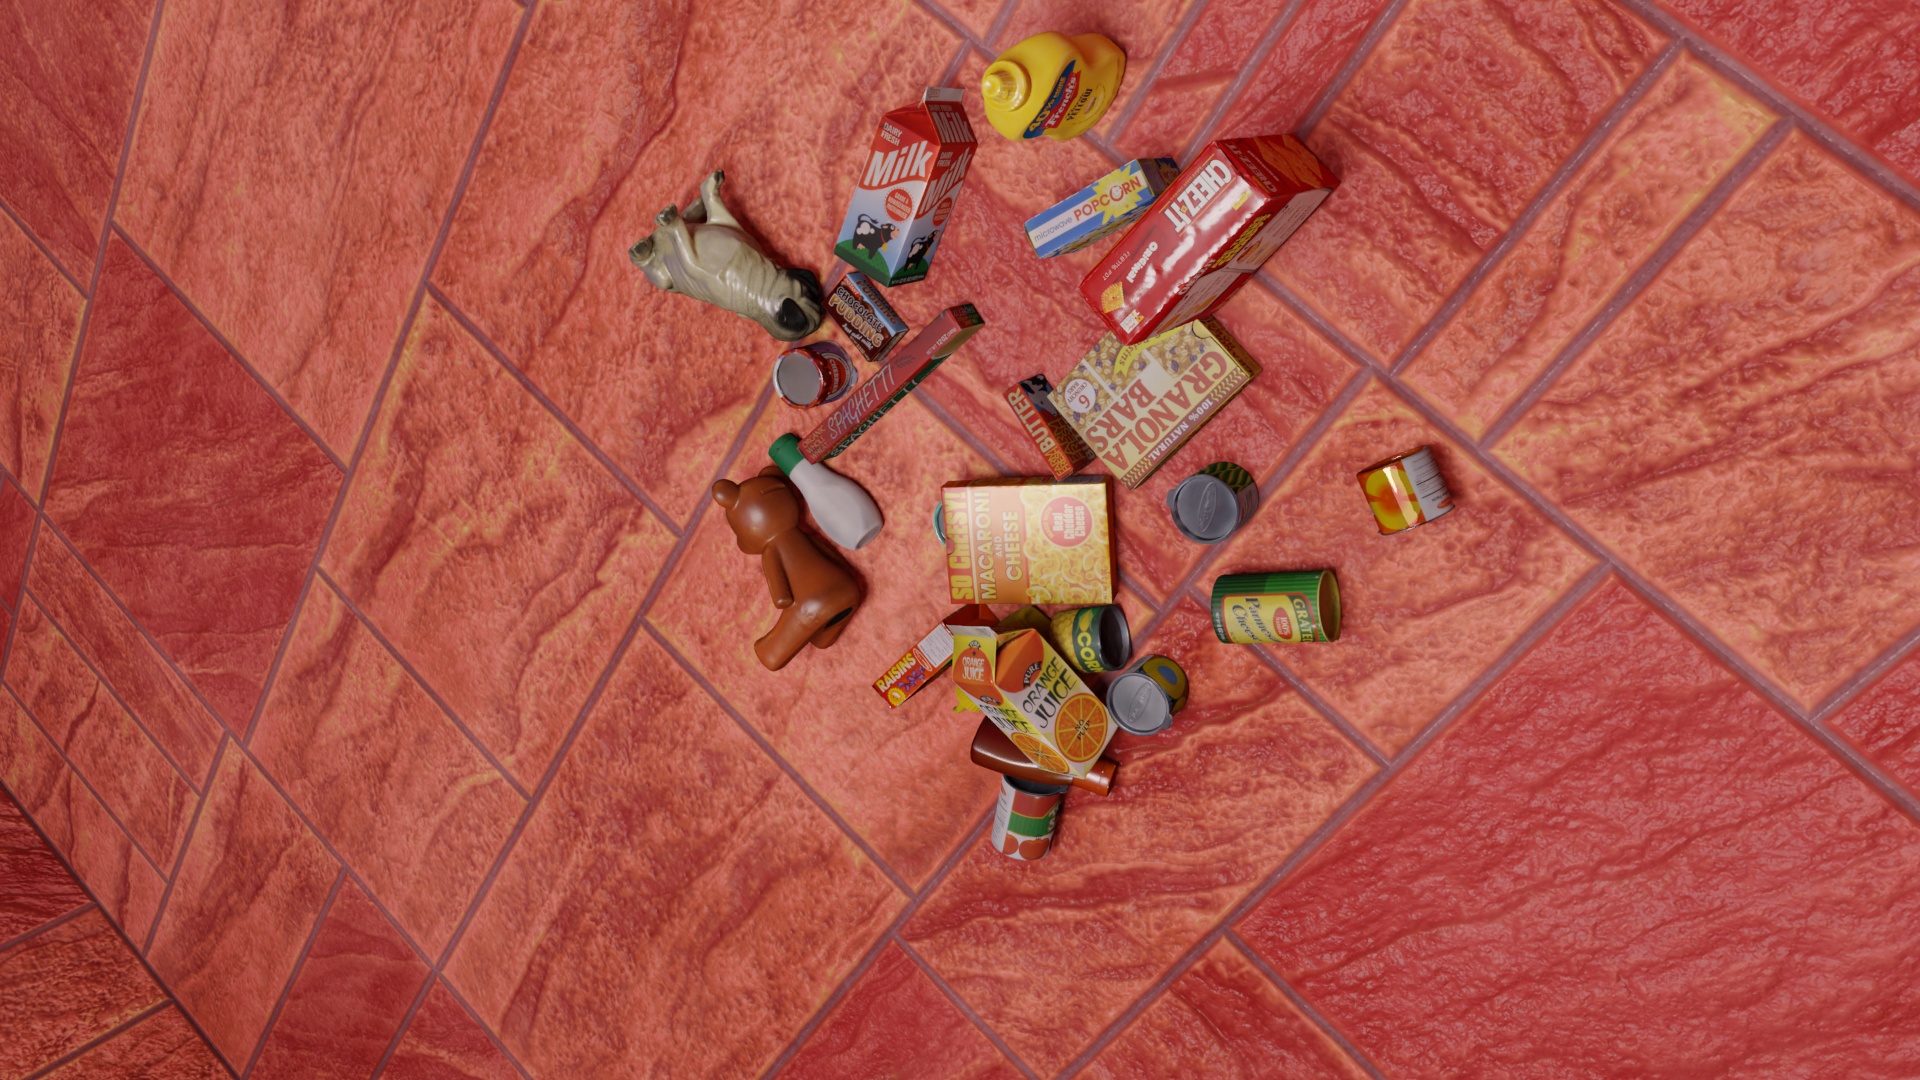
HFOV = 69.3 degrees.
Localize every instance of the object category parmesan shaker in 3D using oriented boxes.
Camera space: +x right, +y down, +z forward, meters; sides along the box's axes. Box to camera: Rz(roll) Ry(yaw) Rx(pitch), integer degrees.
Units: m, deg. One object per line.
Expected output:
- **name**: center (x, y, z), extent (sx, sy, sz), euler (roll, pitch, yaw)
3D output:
- **parmesan shaker**: center (0.290, 0.064, 1.279), extent (0.103, 0.071, 0.071), euler (-5, 102, 31)

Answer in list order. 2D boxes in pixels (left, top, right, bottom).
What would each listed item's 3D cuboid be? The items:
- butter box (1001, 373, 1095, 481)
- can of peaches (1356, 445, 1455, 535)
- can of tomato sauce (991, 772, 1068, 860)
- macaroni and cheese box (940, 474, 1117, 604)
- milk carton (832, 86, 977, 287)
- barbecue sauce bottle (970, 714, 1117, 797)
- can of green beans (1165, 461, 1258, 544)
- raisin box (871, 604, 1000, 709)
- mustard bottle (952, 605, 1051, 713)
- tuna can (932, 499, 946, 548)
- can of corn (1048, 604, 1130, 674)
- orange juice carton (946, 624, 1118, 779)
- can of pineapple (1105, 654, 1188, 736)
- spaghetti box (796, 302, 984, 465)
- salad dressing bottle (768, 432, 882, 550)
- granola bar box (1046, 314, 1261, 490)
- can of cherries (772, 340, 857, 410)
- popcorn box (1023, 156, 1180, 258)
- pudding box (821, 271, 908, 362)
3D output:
- **butter box**: center (0.087, -0.111, 1.352), extent (0.024, 0.053, 0.103), euler (-35, 86, 35)
- **can of peaches**: center (0.380, -0.043, 1.194), extent (0.071, 0.071, 0.058), euler (-22, 93, 33)
- **can of tomato sauce**: center (0.073, 0.287, 1.471), extent (0.071, 0.071, 0.082), euler (20, 114, 24)
- **macaroni and cheese box**: center (0.068, 0.000, 1.380), extent (0.166, 0.040, 0.123), euler (-1, 104, 14)
- **milk carton**: center (-0.048, -0.349, 1.349), extent (0.073, 0.072, 0.189), euler (34, 119, 18)
- **barbecue sauce bottle**: center (0.088, 0.226, 1.449), extent (0.148, 0.065, 0.043), euler (17, 138, 16)
- **can of green beans**: center (0.235, -0.035, 1.285), extent (0.071, 0.058, 0.071), euler (9, 109, 28)
- **raisin box**: center (-0.026, 0.119, 1.467), extent (0.040, 0.086, 0.123), euler (50, 122, 6)
- **mustard bottle**: center (0.038, 0.138, 1.456), extent (0.065, 0.049, 0.159), euler (44, 121, 7)
- **tuna can**: center (0.005, -0.018, 1.439), extent (0.071, 0.033, 0.071), euler (9, 108, 28)
- **can of corn**: center (0.127, 0.100, 1.381), extent (0.058, 0.071, 0.071), euler (-9, 100, 33)
- **orange juice carton**: center (0.064, 0.145, 1.361), extent (0.192, 0.073, 0.071), euler (48, 155, -26)
- **can of pineapple**: center (0.186, 0.154, 1.370), extent (0.071, 0.058, 0.070), euler (9, 109, 28)
- **spaghetti box**: center (-0.076, -0.158, 1.435), extent (0.249, 0.050, 0.029), euler (-38, 83, 33)
- **salad dressing bottle**: center (-0.149, -0.055, 1.513), extent (0.148, 0.044, 0.064), euler (46, 122, 12)
- **granola bar box**: center (0.178, -0.146, 1.297), extent (0.124, 0.039, 0.164), euler (49, 122, 9)
- **can of cherries**: center (-0.154, -0.175, 1.470), extent (0.071, 0.058, 0.071), euler (9, 109, 28)
- **popcorn box**: center (0.130, -0.300, 1.252), extent (0.126, 0.085, 0.038), euler (-23, 92, 34)
- **pudding box**: center (-0.098, -0.232, 1.438), extent (0.049, 0.030, 0.084), euler (-42, 82, 31)
